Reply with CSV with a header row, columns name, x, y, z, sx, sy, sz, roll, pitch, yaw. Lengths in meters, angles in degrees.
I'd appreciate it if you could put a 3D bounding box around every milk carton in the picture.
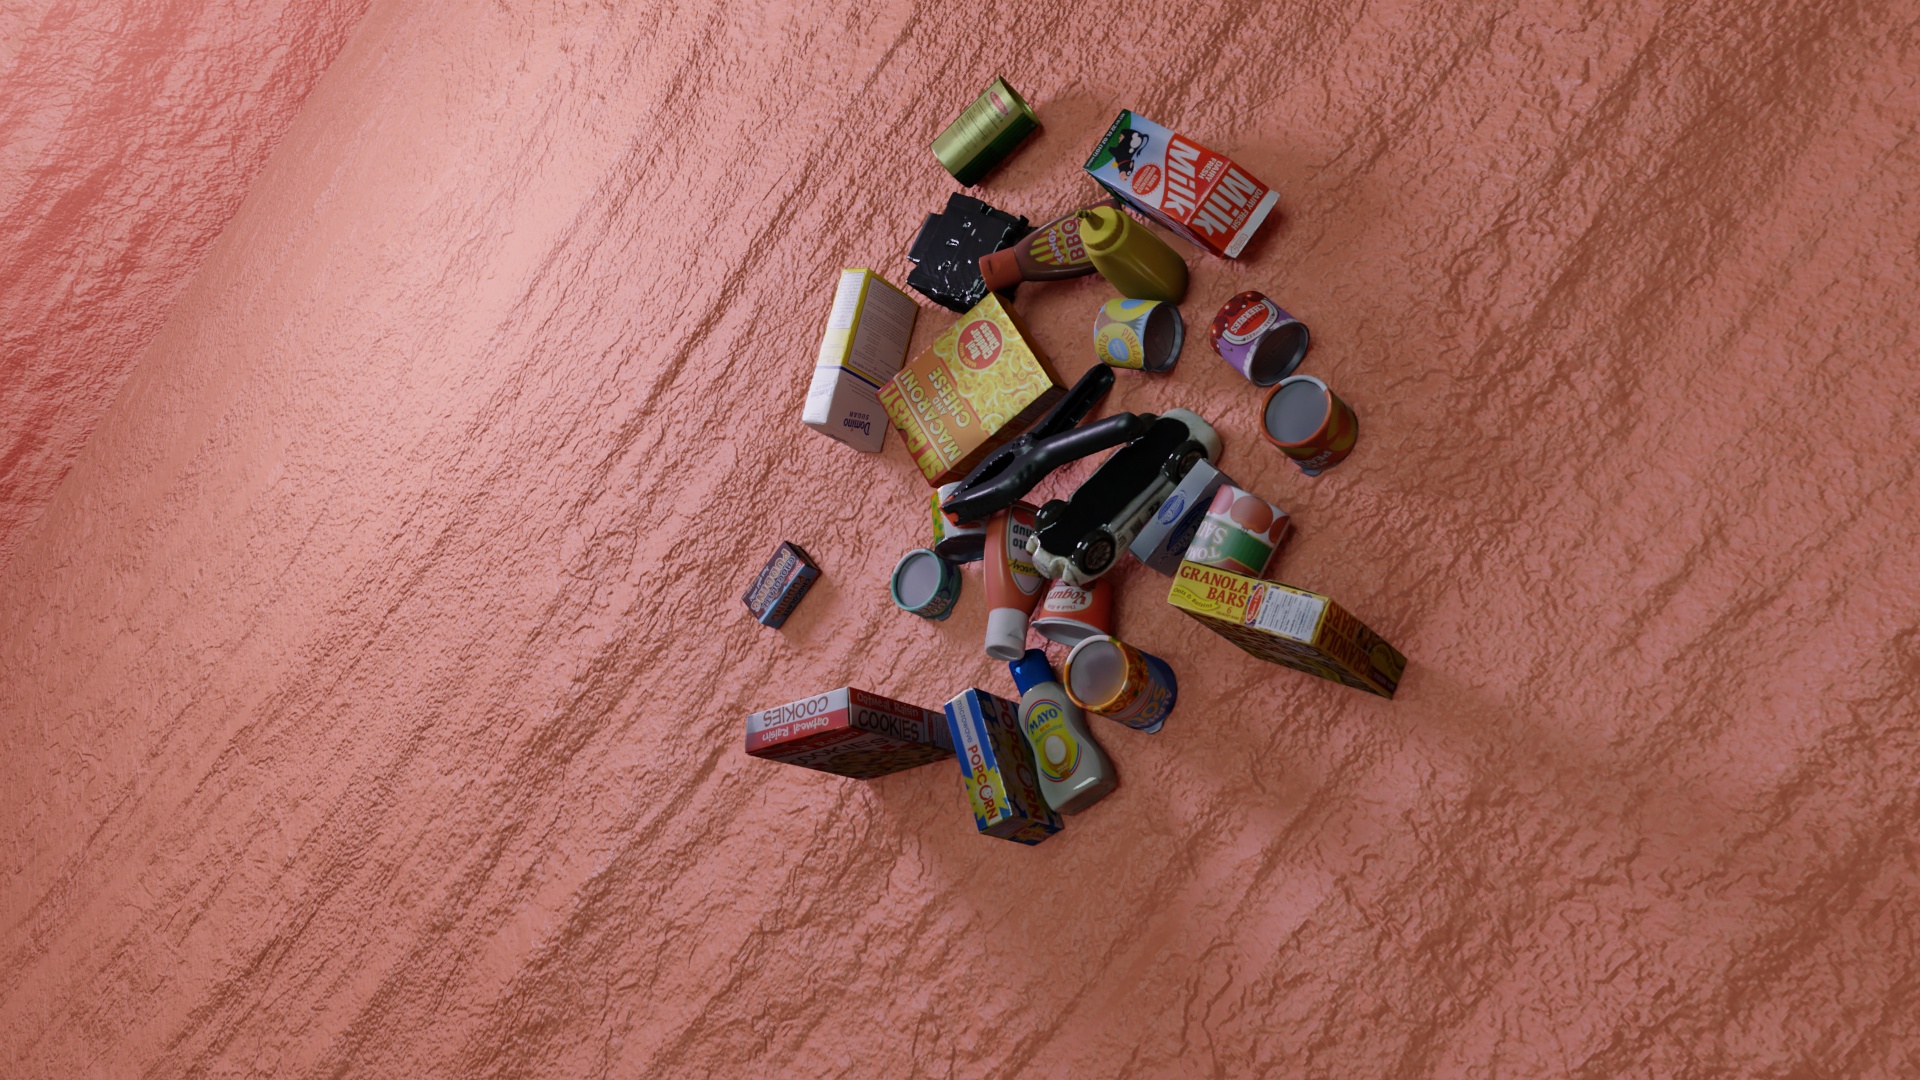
name,x,y,z,sx,sy,sz,roll,pitch,yaw
milk carton,0.212,-0.330,1.306,0.191,0.073,0.072,41,99,39

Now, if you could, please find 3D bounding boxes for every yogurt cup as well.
name,x,y,z,sx,sy,sz,roll,pitch,yaw
yogurt cup,0.106,0.061,1.244,0.072,0.072,0.054,-1,64,37

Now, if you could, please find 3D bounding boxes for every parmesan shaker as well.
name,x,y,z,sx,sy,sz,roll,pitch,yaw
parmesan shaker,0.025,-0.439,1.495,0.103,0.071,0.071,-39,54,20

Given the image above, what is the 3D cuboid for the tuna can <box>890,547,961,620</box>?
name,x,y,z,sx,sy,sz,roll,pitch,yaw
tuna can,-0.034,0.045,1.375,0.071,0.033,0.071,-15,64,33

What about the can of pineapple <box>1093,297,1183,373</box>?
name,x,y,z,sx,sy,sz,roll,pitch,yaw
can of pineapple,0.165,-0.190,1.291,0.058,0.071,0.071,13,81,41

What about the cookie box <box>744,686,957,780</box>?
name,x,y,z,sx,sy,sz,roll,pitch,yaw
cookie box,-0.096,0.181,1.281,0.122,0.167,0.040,-20,63,31

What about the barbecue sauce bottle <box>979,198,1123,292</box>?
name,x,y,z,sx,sy,sz,roll,pitch,yaw
barbecue sauce bottle,0.094,-0.285,1.369,0.148,0.043,0.065,-16,81,12

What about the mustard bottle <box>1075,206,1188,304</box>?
name,x,y,z,sx,sy,sz,roll,pitch,yaw
mustard bottle,0.151,-0.266,1.271,0.065,0.160,0.049,8,77,38

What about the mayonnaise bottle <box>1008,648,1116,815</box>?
name,x,y,z,sx,sy,sz,roll,pitch,yaw
mayonnaise bottle,0.084,0.165,1.233,0.064,0.041,0.149,-37,54,21

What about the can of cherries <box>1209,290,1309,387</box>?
name,x,y,z,sx,sy,sz,roll,pitch,yaw
can of cherries,0.260,-0.178,1.212,0.071,0.071,0.058,-50,51,12

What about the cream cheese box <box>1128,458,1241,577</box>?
name,x,y,z,sx,sy,sz,roll,pitch,yaw
cream cheese box,0.196,-0.019,1.211,0.103,0.053,0.024,-52,53,10

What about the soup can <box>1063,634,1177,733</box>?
name,x,y,z,sx,sy,sz,roll,pitch,yaw
soup can,0.137,0.123,1.181,0.071,0.083,0.071,-14,66,33

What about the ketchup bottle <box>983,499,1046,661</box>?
name,x,y,z,sx,sy,sz,roll,pitch,yaw
ketchup bottle,0.049,0.037,1.278,0.043,0.065,0.149,-32,41,50

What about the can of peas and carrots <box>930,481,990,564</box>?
name,x,y,z,sx,sy,sz,roll,pitch,yaw
can of peas and carrots,0.005,-0.017,1.350,0.071,0.071,0.059,-21,61,30

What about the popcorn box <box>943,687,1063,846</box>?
name,x,y,z,sx,sy,sz,roll,pitch,yaw
popcorn box,0.037,0.199,1.227,0.038,0.085,0.127,-32,56,23

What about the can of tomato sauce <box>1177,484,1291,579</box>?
name,x,y,z,sx,sy,sz,roll,pitch,yaw
can of tomato sauce,0.229,0.003,1.167,0.071,0.071,0.083,27,90,41

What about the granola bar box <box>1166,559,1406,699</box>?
name,x,y,z,sx,sy,sz,roll,pitch,yaw
granola bar box,0.252,0.068,1.062,0.124,0.165,0.039,16,81,40

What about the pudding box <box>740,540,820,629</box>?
name,x,y,z,sx,sy,sz,roll,pitch,yaw
pudding box,-0.193,0.048,1.497,0.083,0.030,0.050,-52,51,10

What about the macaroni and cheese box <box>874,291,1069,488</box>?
name,x,y,z,sx,sy,sz,roll,pitch,yaw
macaroni and cheese box,0.008,-0.149,1.395,0.166,0.040,0.124,-39,68,20

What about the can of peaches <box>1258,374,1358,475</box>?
name,x,y,z,sx,sy,sz,roll,pitch,yaw
can of peaches,0.291,-0.097,1.165,0.071,0.058,0.071,-14,64,32
